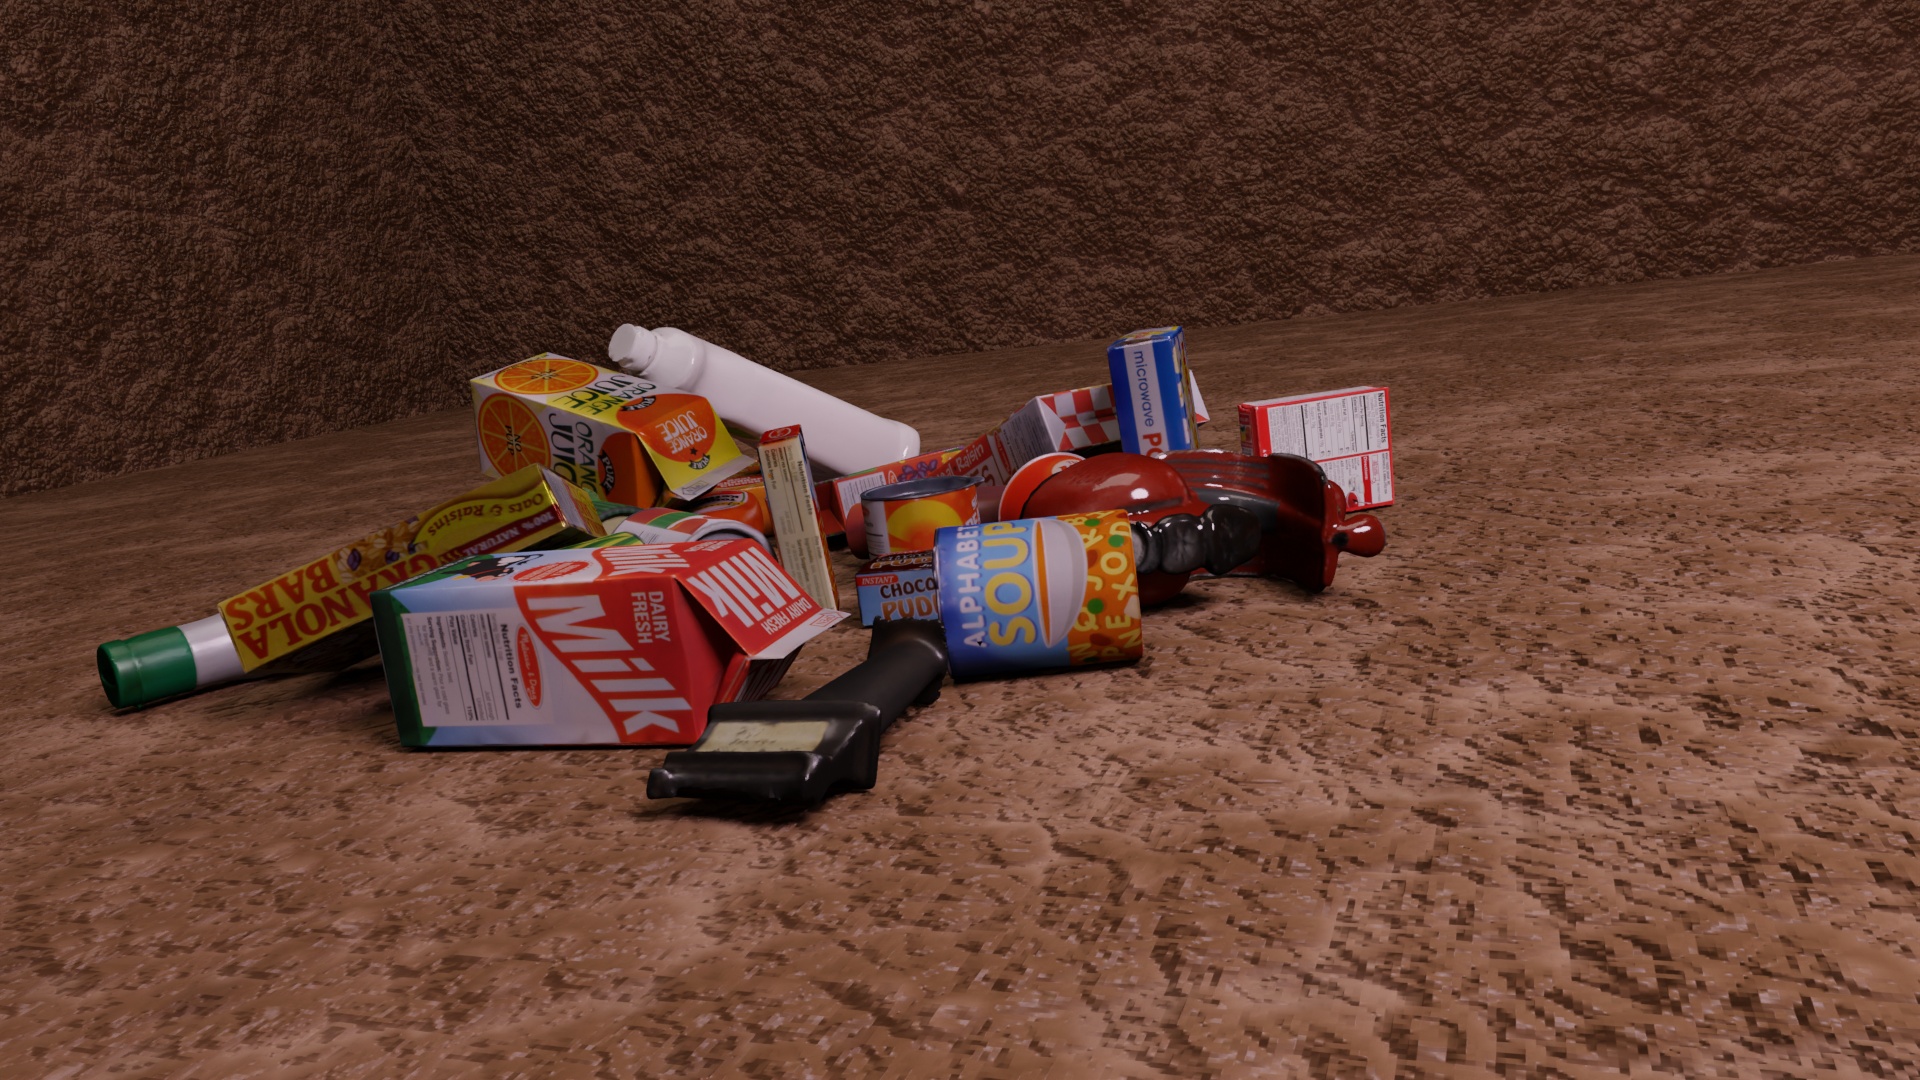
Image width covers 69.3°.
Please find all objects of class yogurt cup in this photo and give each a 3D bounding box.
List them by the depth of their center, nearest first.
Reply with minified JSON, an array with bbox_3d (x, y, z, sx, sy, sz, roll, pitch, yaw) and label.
[{"bbox_3d":[0.061,-0.010,0.761,0.072,0.072,0.054,-11,19,-16],"label":"yogurt cup"}]

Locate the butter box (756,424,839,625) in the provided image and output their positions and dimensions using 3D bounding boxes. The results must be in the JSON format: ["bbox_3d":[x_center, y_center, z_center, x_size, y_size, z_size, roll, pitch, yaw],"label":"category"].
[{"bbox_3d":[-0.086,-0.007,0.738,0.024,0.103,0.053,-12,12,-2],"label":"butter box"}]

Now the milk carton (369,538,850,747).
[{"bbox_3d":[-0.148,0.043,0.599,0.190,0.073,0.072,-3,11,19],"label":"milk carton"}]

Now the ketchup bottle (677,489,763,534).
[{"bbox_3d":[-0.162,-0.001,0.915,0.065,0.043,0.149,-12,12,-6],"label":"ketchup bottle"}]

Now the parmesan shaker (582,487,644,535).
[{"bbox_3d":[-0.223,0.005,0.850,0.071,0.071,0.103,-15,13,-33],"label":"parmesan shaker"}]

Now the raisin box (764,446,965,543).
[{"bbox_3d":[-0.062,-0.032,0.980,0.124,0.040,0.086,-17,3,-41],"label":"raisin box"}]

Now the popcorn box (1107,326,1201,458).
[{"bbox_3d":[0.115,-0.056,0.789,0.038,0.126,0.085,-8,10,13],"label":"popcorn box"}]

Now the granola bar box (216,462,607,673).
[{"bbox_3d":[-0.275,0.016,0.722,0.166,0.039,0.124,-25,-3,-6],"label":"granola bar box"}]

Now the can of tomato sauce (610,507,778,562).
[{"bbox_3d":[-0.143,0.018,0.745,0.071,0.071,0.083,-15,14,-36],"label":"can of tomato sauce"}]

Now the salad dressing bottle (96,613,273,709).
[{"bbox_3d":[-0.397,0.055,0.780,0.064,0.044,0.148,-1,13,45],"label":"salad dressing bottle"}]

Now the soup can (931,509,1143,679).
[{"bbox_3d":[0.033,0.022,0.598,0.084,0.071,0.071,-6,11,5],"label":"soup can"}]

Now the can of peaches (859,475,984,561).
[{"bbox_3d":[-0.018,-0.003,0.788,0.071,0.058,0.071,-7,10,1],"label":"can of peaches"}]

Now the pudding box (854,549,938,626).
[{"bbox_3d":[-0.007,0.022,0.724,0.084,0.030,0.050,-4,10,15],"label":"pudding box"}]

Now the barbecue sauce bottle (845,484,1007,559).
[{"bbox_3d":[0.003,-0.011,0.848,0.148,0.043,0.065,-4,-3,24],"label":"barbecue sauce bottle"}]

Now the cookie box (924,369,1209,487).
[{"bbox_3d":[0.061,-0.057,0.907,0.123,0.040,0.167,-14,-9,-32],"label":"cookie box"}]

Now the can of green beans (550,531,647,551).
[{"bbox_3d":[-0.185,0.034,0.692,0.058,0.071,0.071,-17,14,-40],"label":"can of green beans"}]

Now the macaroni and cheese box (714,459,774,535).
[{"bbox_3d":[-0.198,-0.029,1.087,0.124,0.040,0.166,-9,11,-11],"label":"macaroni and cheese box"}]

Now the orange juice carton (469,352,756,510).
[{"bbox_3d":[-0.233,-0.065,0.935,0.193,0.072,0.072,18,31,26],"label":"orange juice carton"}]
